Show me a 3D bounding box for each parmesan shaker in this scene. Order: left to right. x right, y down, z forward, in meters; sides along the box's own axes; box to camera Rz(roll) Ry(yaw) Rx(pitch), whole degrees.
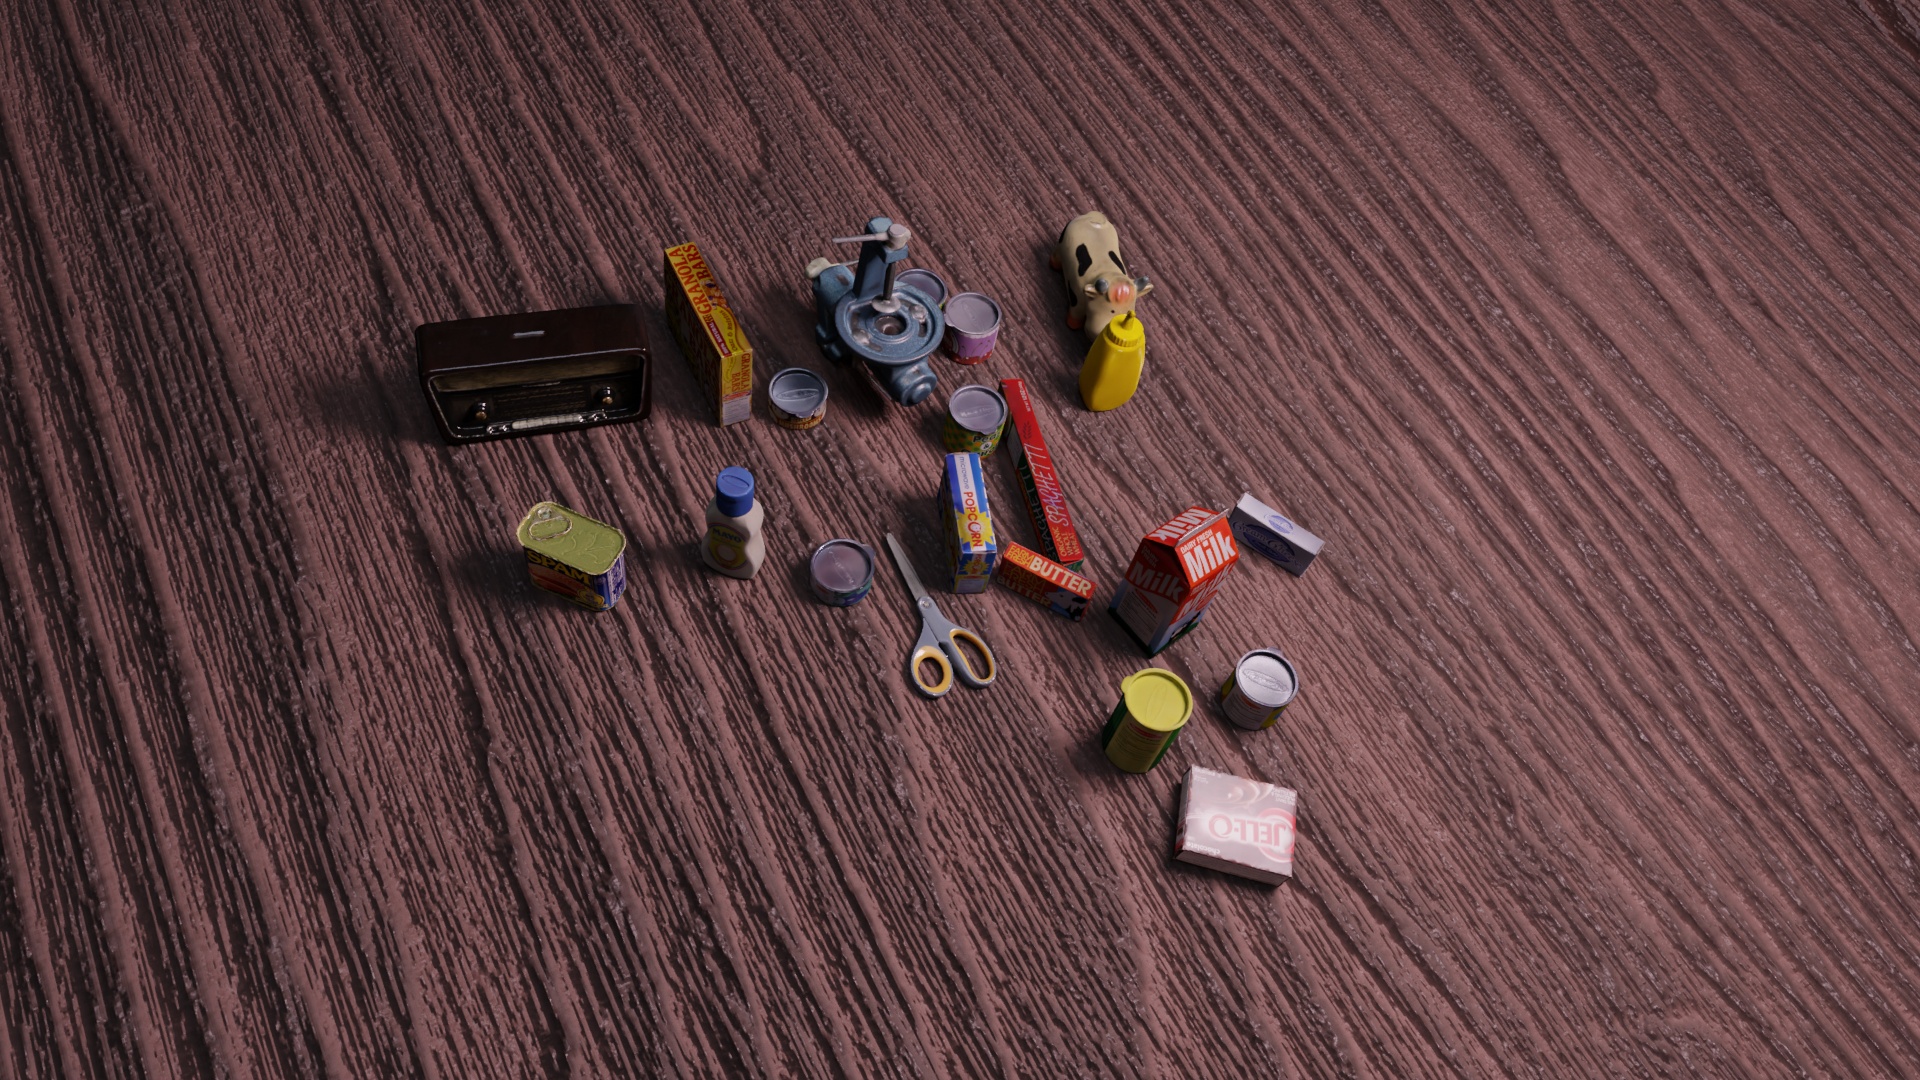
[{"bbox_3d":[0.179,0.176,1.363,0.071,0.102,0.071,5,57,-7],"label":"parmesan shaker"}]

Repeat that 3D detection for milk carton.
[{"bbox_3d":[0.219,0.034,1.410,0.072,0.189,0.073,-31,68,-26],"label":"milk carton"}]

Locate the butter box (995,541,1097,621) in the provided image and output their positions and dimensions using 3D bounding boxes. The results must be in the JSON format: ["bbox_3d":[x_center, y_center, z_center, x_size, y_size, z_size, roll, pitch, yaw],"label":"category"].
[{"bbox_3d":[0.089,0.044,1.463,0.103,0.052,0.024,27,57,8],"label":"butter box"}]

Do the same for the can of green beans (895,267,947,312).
[{"bbox_3d":[-0.052,-0.279,1.644,0.071,0.057,0.071,5,57,-7],"label":"can of green beans"}]

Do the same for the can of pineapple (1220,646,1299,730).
[{"bbox_3d":[0.308,0.153,1.428,0.071,0.057,0.071,5,57,-7],"label":"can of pineapple"}]

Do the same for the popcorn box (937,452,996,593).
[{"bbox_3d":[0.005,-0.018,1.469,0.038,0.084,0.127,-3,58,-12],"label":"popcorn box"}]

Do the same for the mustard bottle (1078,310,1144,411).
[{"bbox_3d":[0.178,-0.211,1.580,0.065,0.159,0.049,-14,61,-18],"label":"mustard bottle"}]

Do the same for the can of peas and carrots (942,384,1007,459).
[{"bbox_3d":[0.017,-0.130,1.560,0.071,0.058,0.071,5,57,-7],"label":"can of peas and carrots"}]

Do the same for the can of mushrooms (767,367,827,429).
[{"bbox_3d":[-0.182,-0.157,1.557,0.071,0.033,0.071,5,57,-7],"label":"can of mushrooms"}]

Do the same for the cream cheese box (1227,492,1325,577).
[{"bbox_3d":[0.346,-0.005,1.540,0.104,0.053,0.024,34,58,12],"label":"cream cheese box"}]

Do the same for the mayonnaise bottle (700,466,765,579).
[{"bbox_3d":[-0.227,-0.018,1.390,0.065,0.147,0.041,20,57,3],"label":"mayonnaise bottle"}]

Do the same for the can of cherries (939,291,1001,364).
[{"bbox_3d":[0.009,-0.249,1.635,0.071,0.058,0.072,5,57,-7],"label":"can of cherries"}]

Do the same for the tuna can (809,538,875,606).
[{"bbox_3d":[-0.122,0.032,1.445,0.071,0.032,0.071,5,57,-7],"label":"tuna can"}]

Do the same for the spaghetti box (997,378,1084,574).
[{"bbox_3d":[0.084,-0.067,1.536,0.029,0.050,0.251,-8,59,-15],"label":"spaghetti box"}]

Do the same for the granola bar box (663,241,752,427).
[{"bbox_3d":[-0.279,-0.225,1.530,0.039,0.123,0.166,-20,63,-21],"label":"granola bar box"}]
